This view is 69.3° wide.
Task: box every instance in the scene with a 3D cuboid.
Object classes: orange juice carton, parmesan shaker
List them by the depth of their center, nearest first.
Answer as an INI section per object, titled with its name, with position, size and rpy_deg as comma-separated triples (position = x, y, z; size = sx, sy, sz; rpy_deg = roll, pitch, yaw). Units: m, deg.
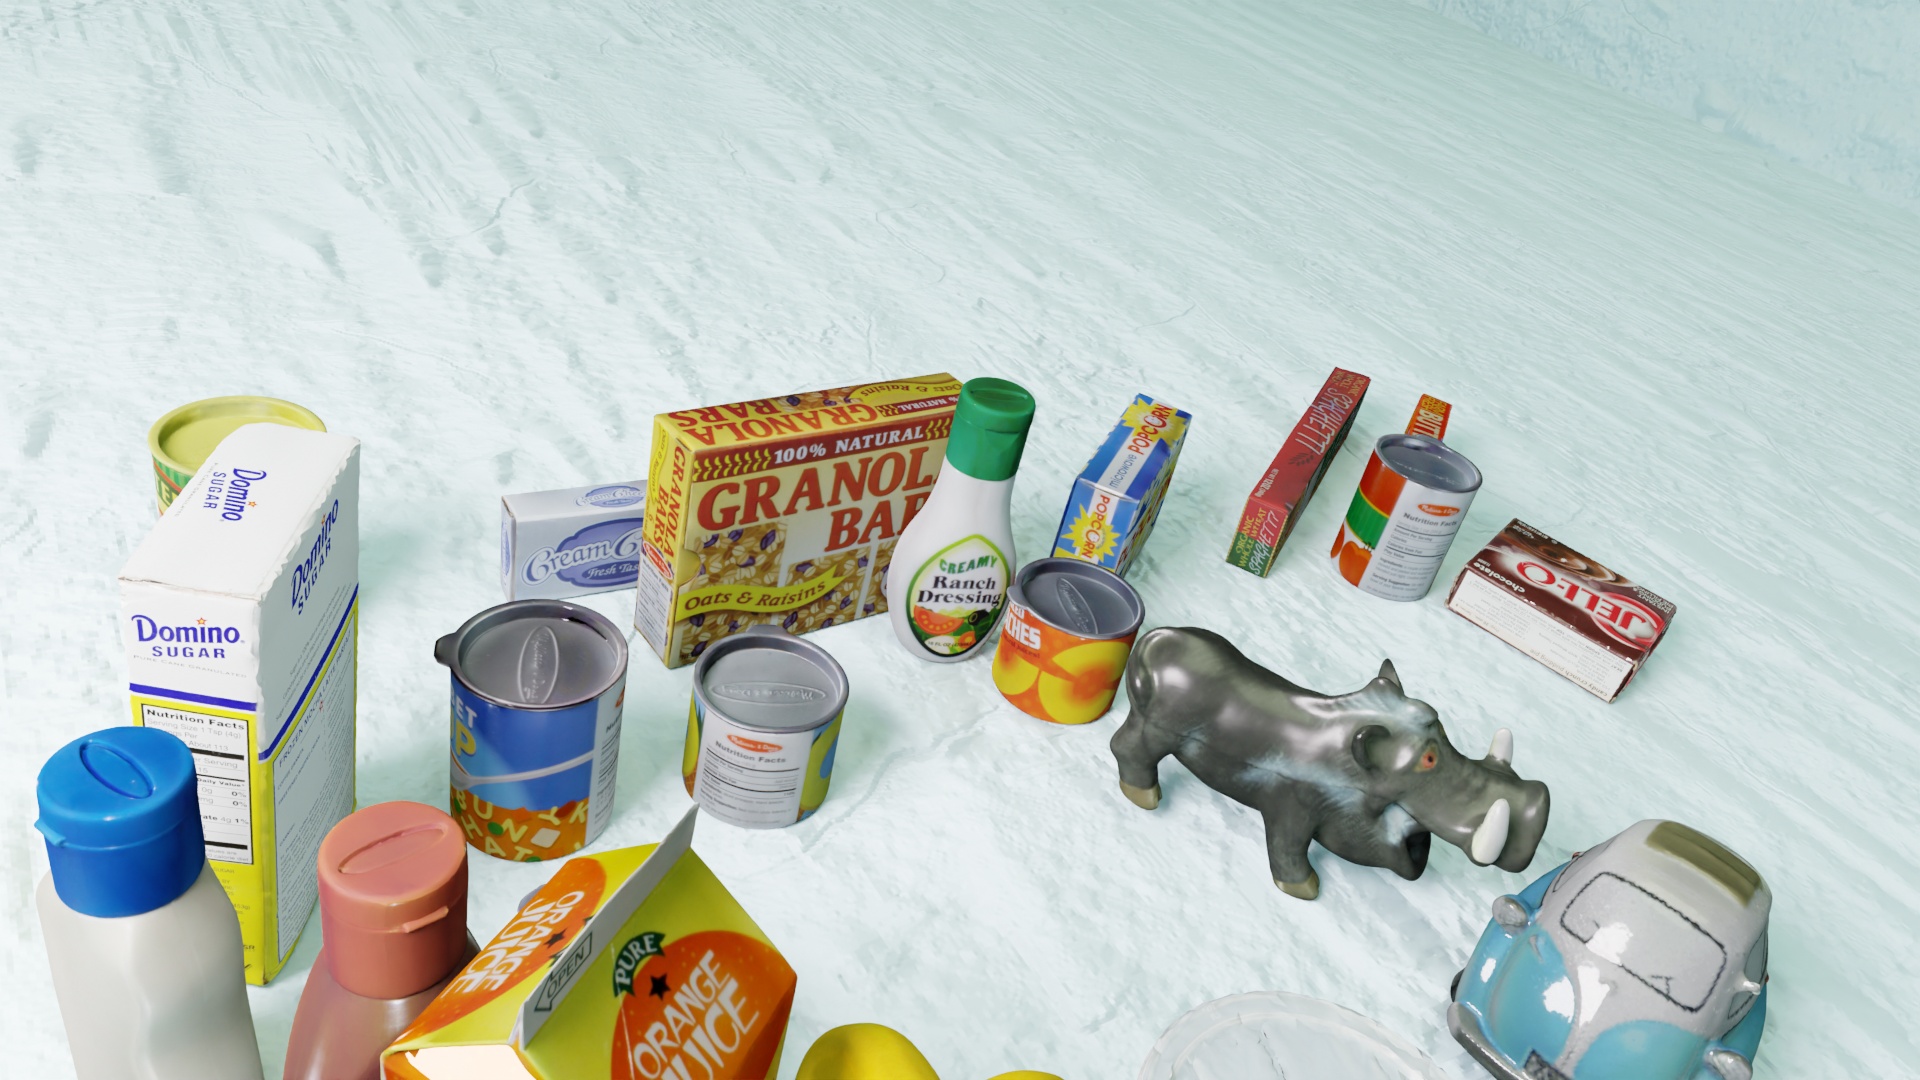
[orange juice carton]
position = -0.096, 0.156, 0.359
size = 0.073, 0.191, 0.072
rpy_deg = 22, 33, 13
[parmesan shaker]
position = -0.306, -0.001, 0.599
size = 0.071, 0.102, 0.072
rpy_deg = 10, 33, -6

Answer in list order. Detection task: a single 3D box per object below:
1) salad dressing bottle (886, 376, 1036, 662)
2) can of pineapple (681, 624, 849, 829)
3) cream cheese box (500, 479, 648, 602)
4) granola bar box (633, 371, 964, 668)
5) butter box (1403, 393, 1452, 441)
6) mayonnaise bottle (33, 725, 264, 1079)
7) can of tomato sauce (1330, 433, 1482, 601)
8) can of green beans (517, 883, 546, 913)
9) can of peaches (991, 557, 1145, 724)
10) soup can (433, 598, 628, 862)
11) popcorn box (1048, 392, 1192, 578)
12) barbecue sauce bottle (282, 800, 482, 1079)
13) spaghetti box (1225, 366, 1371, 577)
[salad dressing bottle]
position = 0.002, -0.009, 0.686
size = 0.064, 0.146, 0.044
rpy_deg = 3, 34, -17
[can of pineapple]
position = -0.085, 0.081, 0.601
size = 0.071, 0.057, 0.071
rpy_deg = 10, 33, -6
[cream cheese box]
position = -0.176, -0.001, 0.695
size = 0.104, 0.053, 0.024
rpy_deg = -9, 39, -31
[granola bar box]
position = -0.073, -0.012, 0.686
size = 0.166, 0.123, 0.039
rpy_deg = -13, 41, -36
[butter box]
position = 0.318, -0.060, 0.970
size = 0.024, 0.052, 0.104
rpy_deg = 22, 34, 13
[mayonnaise bottle]
position = -0.235, 0.120, 0.402
size = 0.065, 0.147, 0.041
rpy_deg = 29, 35, 22
[can of tomato sauce]
position = 0.273, -0.015, 0.858
size = 0.071, 0.082, 0.071
rpy_deg = 10, 33, -6
[can of green beans]
position = -0.121, 0.159, 0.469
size = 0.071, 0.057, 0.071
rpy_deg = 10, 33, -6
[can of peaches]
position = 0.051, 0.050, 0.698
size = 0.071, 0.057, 0.071
rpy_deg = 10, 33, -6
[soup can]
position = -0.171, 0.075, 0.552
size = 0.071, 0.083, 0.072
rpy_deg = 10, 33, -6
[popcorn box]
position = 0.090, -0.020, 0.794
size = 0.038, 0.084, 0.127
rpy_deg = 22, 33, 12
[barbecue sauce bottle]
position = -0.161, 0.140, 0.398
size = 0.065, 0.147, 0.044
rpy_deg = -19, 45, -40
[spaghetti box]
position = 0.230, -0.053, 0.930
size = 0.029, 0.050, 0.251
rpy_deg = 24, 34, 15
